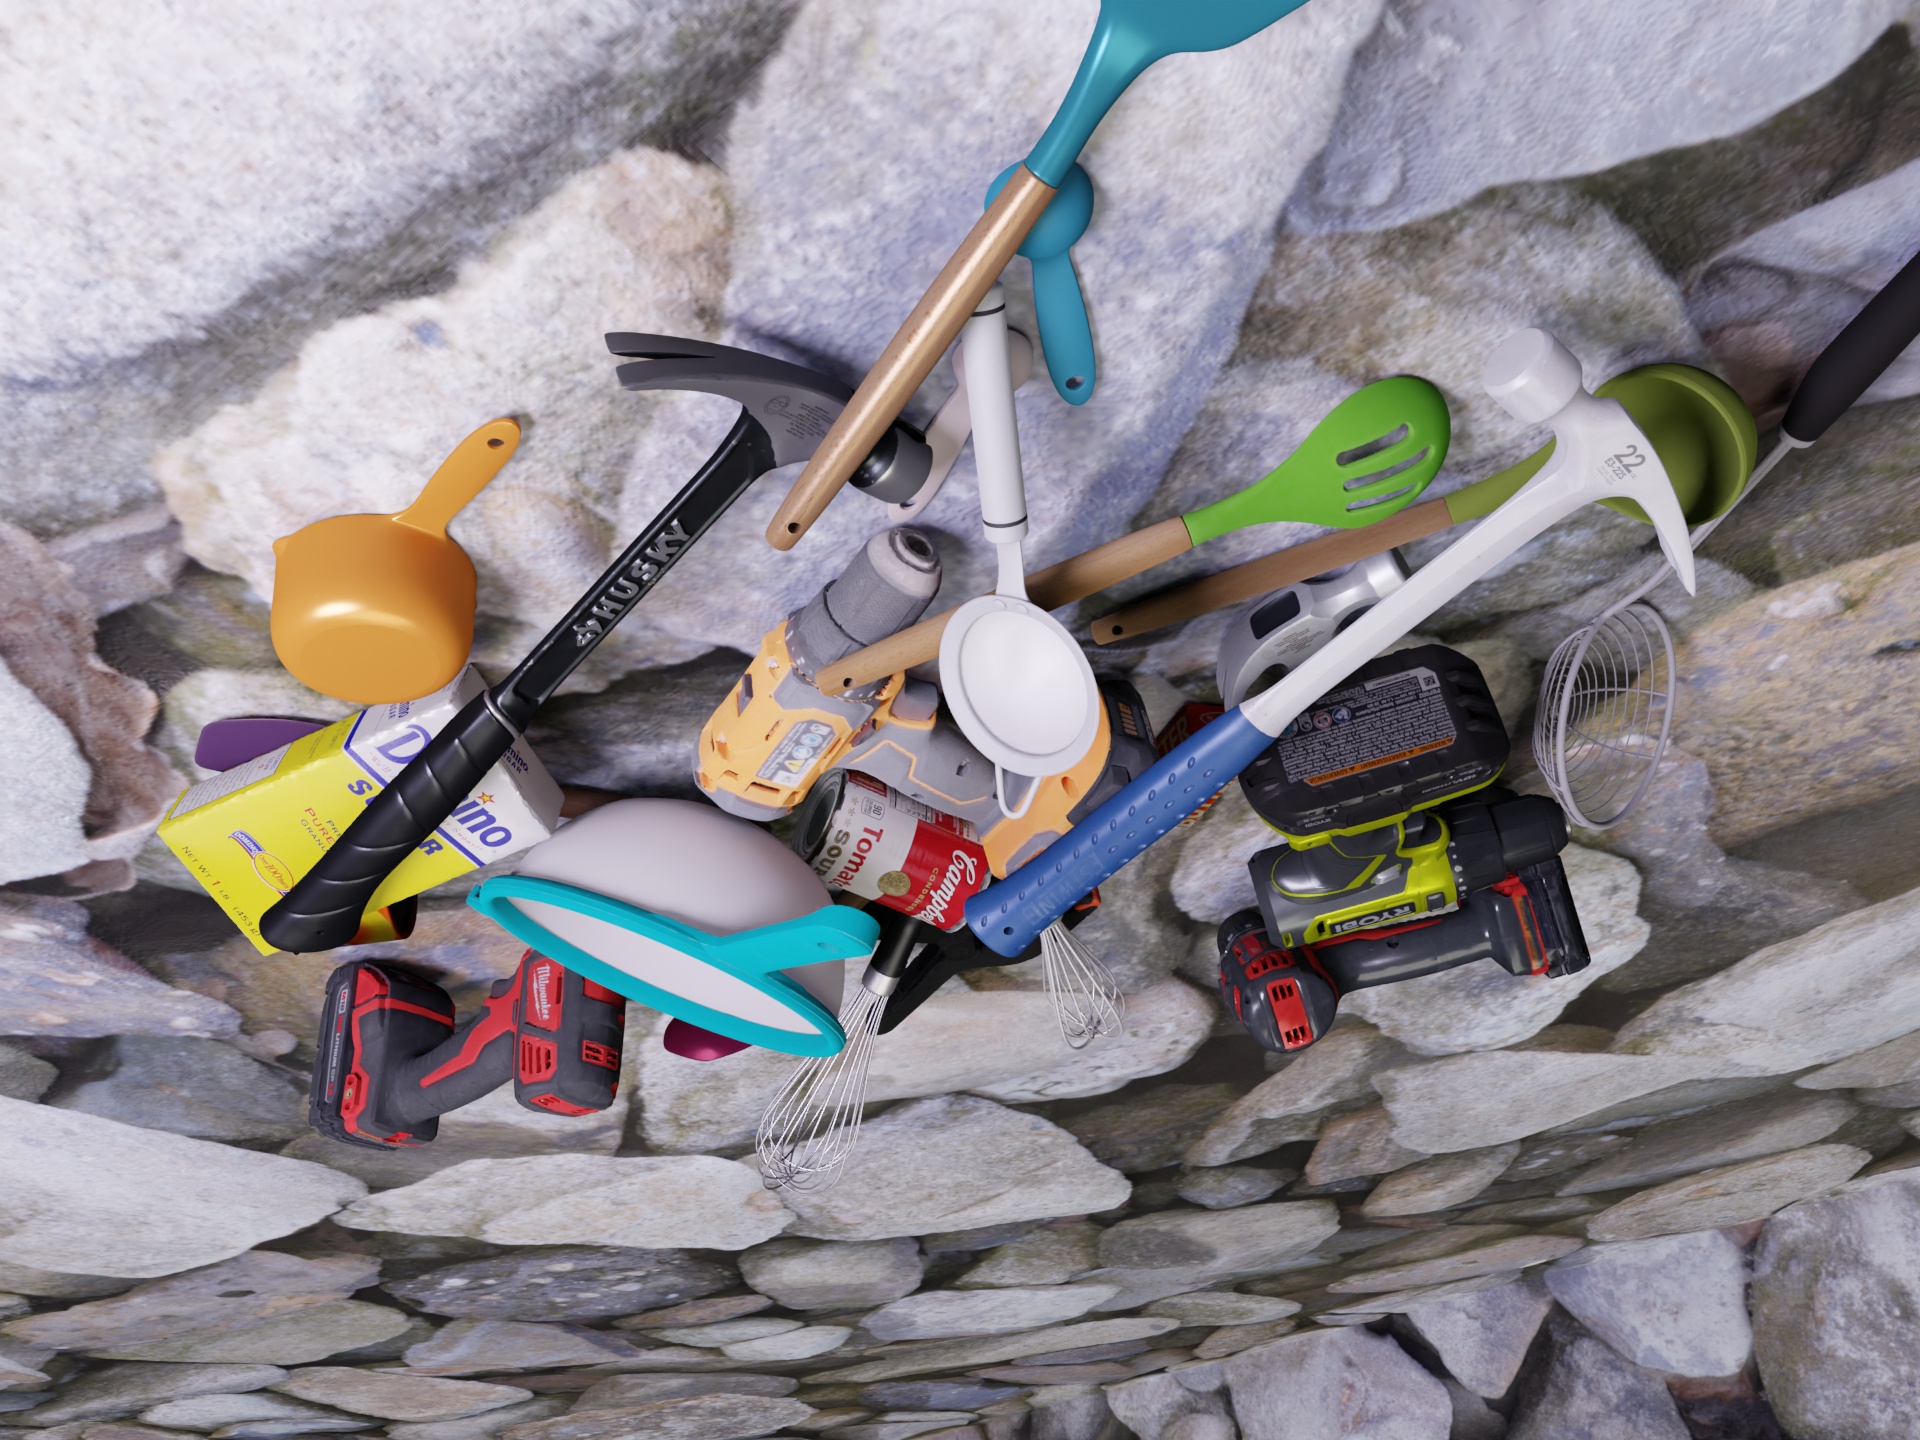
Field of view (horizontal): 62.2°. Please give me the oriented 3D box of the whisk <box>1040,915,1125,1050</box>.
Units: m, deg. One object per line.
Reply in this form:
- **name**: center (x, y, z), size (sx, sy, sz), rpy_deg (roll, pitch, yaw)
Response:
- **whisk**: center (0.057, 0.131, 1.027), size (0.059, 0.058, 0.246), rpy_deg (17, 143, 40)

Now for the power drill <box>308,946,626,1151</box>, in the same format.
- **power drill**: center (-0.301, 0.187, 0.999), size (0.219, 0.143, 0.078), rpy_deg (-19, 148, 27)

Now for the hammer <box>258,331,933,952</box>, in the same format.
- **hammer**: center (-0.198, -0.015, 0.713), size (0.409, 0.036, 0.149), rpy_deg (-41, 143, 24)

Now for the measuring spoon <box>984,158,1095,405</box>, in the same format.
- **measuring spoon**: center (0.040, -0.165, 0.631), size (0.042, 0.021, 0.128), rpy_deg (-13, 145, 6)

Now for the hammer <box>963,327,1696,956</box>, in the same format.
- **hammer**: center (0.155, -0.002, 0.763), size (0.144, 0.035, 0.405), rpy_deg (35, 121, -24)

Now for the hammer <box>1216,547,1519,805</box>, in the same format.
- **hammer**: center (0.260, 0.004, 0.937), size (0.128, 0.033, 0.330), rpy_deg (-27, 143, 25)

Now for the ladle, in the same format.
- **ladle**: center (0.209, -0.088, 0.764), size (0.320, 0.062, 0.078), rpy_deg (-19, 109, 21)

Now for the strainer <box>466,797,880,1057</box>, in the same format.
- **strainer**: center (-0.114, 0.088, 0.815), size (0.210, 0.095, 0.340), rpy_deg (31, 155, -21)

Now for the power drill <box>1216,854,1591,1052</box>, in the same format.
- **power drill**: center (0.281, 0.144, 1.073), size (0.226, 0.080, 0.188), rpy_deg (-19, -173, 3)

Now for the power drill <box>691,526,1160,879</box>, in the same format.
- **power drill**: center (-0.001, -0.003, 0.824), size (0.226, 0.084, 0.185), rpy_deg (18, 131, -28)

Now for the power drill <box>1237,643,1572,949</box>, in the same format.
- **power drill**: center (0.253, 0.051, 0.908), size (0.190, 0.080, 0.228), rpy_deg (-17, 149, 9)

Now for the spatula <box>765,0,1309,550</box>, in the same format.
- **spatula**: center (0.013, -0.170, 0.567), size (0.082, 0.044, 0.317), rpy_deg (24, 124, -26)

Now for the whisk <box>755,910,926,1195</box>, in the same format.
- **whisk**: center (-0.064, 0.194, 1.041), size (0.070, 0.070, 0.284), rpy_deg (15, 110, -32)

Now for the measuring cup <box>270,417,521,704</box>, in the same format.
- **measuring cup**: center (-0.237, -0.065, 0.692), size (0.095, 0.052, 0.173), rpy_deg (20, 140, -37)

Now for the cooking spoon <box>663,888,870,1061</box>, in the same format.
- **cooking spoon**: center (-0.091, 0.135, 1.025), size (0.068, 0.017, 0.319), rpy_deg (25, 125, -32)

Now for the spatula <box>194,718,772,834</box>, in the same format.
- **spatula**: center (-0.251, 0.039, 0.882), size (0.315, 0.018, 0.059), rpy_deg (12, 140, -28)

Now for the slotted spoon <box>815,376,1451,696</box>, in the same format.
- **slotted spoon**: center (0.080, -0.074, 0.725), size (0.314, 0.031, 0.070), rpy_deg (-22, 128, 4)

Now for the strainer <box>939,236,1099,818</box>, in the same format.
- **strainer**: center (0.022, -0.076, 0.673), size (0.087, 0.050, 0.258), rpy_deg (16, 129, 34)

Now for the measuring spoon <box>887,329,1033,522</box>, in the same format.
- **measuring spoon**: center (-0.004, -0.121, 0.693), size (0.034, 0.018, 0.124), rpy_deg (8, 145, -24)

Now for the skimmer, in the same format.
- **skimmer**: center (0.398, -0.080, 0.787), size (0.127, 0.090, 0.363), rpy_deg (-29, 157, -34)
